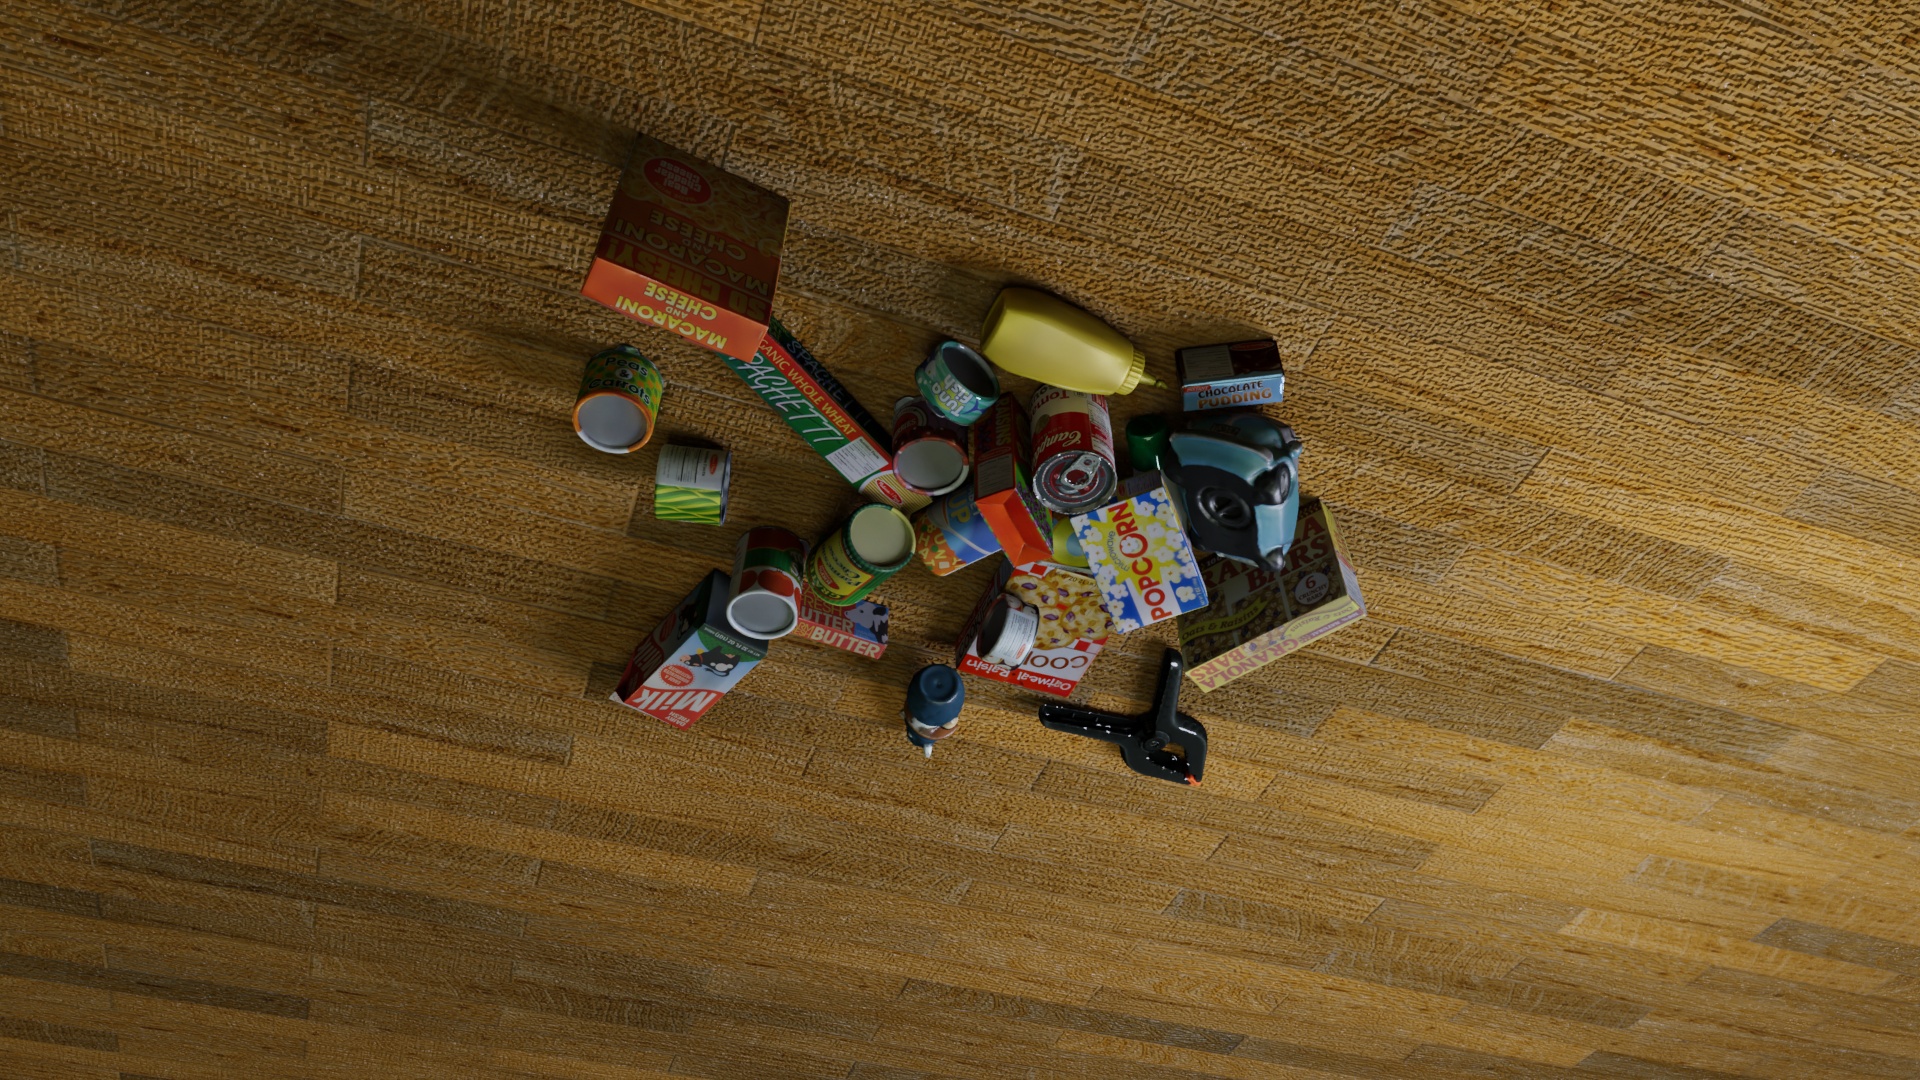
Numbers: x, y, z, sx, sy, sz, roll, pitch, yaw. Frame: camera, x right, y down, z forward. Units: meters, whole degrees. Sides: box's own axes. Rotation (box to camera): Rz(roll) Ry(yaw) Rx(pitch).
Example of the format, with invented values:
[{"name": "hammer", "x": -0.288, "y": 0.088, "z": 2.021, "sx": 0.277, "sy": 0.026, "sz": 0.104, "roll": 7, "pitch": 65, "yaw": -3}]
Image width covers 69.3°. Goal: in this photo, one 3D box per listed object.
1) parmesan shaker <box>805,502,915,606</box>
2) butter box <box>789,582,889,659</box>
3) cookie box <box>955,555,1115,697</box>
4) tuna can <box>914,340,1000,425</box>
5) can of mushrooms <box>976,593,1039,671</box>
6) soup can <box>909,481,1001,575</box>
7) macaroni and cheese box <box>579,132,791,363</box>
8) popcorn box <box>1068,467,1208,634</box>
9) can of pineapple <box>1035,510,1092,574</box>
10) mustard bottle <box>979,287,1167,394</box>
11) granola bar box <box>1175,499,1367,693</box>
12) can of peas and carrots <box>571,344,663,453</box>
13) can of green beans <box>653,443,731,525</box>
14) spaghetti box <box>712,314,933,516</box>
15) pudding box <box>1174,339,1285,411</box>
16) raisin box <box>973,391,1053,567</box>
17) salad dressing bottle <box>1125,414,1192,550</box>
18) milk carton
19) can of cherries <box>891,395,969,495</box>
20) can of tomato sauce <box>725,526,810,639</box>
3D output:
[{"name": "parmesan shaker", "x": -0.092, "y": 0.010, "z": 1.240, "sx": 0.071, "sy": 0.071, "sz": 0.102, "roll": 21, "pitch": 153, "yaw": -19}, {"name": "butter box", "x": -0.121, "y": 0.075, "z": 1.332, "sx": 0.103, "sy": 0.053, "sz": 0.024, "roll": 18, "pitch": 129, "yaw": -17}, {"name": "cookie box", "x": 0.081, "y": 0.076, "z": 1.344, "sx": 0.123, "sy": 0.040, "sz": 0.166, "roll": 16, "pitch": 131, "yaw": -15}, {"name": "tuna can", "x": -0.003, "y": -0.128, "z": 1.130, "sx": 0.071, "sy": 0.071, "sz": 0.032, "roll": 30, "pitch": 125, "yaw": -25}, {"name": "can of mushrooms", "x": 0.042, "y": 0.084, "z": 1.280, "sx": 0.033, "sy": 0.071, "sz": 0.070, "roll": 22, "pitch": 130, "yaw": -17}, {"name": "soup can", "x": 0.004, "y": -0.016, "z": 1.240, "sx": 0.083, "sy": 0.072, "sz": 0.071, "roll": -26, "pitch": 128, "yaw": 22}, {"name": "macaroni and cheese box", "x": -0.190, "y": -0.208, "z": 0.985, "sx": 0.124, "sy": 0.167, "sz": 0.040, "roll": 21, "pitch": 130, "yaw": -19}, {"name": "popcorn box", "x": 0.153, "y": 0.011, "z": 1.198, "sx": 0.085, "sy": 0.038, "sz": 0.126, "roll": -19, "pitch": 115, "yaw": 13}, {"name": "can of pineapple", "x": 0.102, "y": -0.007, "z": 1.249, "sx": 0.058, "sy": 0.071, "sz": 0.070, "roll": 10, "pitch": 132, "yaw": -10}, {"name": "mustard bottle", "x": 0.096, "y": -0.151, "z": 1.124, "sx": 0.160, "sy": 0.049, "sz": 0.065, "roll": 19, "pitch": 131, "yaw": -18}, {"name": "granola bar box", "x": 0.274, "y": 0.050, "z": 1.263, "sx": 0.165, "sy": 0.125, "sz": 0.039, "roll": -30, "pitch": 126, "yaw": 25}, {"name": "can of peas and carrots", "x": -0.282, "y": -0.116, "z": 1.146, "sx": 0.071, "sy": 0.059, "sz": 0.070, "roll": -1, "pitch": 134, "yaw": -1}, {"name": "can of green beans", "x": -0.232, "y": -0.048, "z": 1.206, "sx": 0.058, "sy": 0.071, "sz": 0.070, "roll": 6, "pitch": 133, "yaw": -5}, {"name": "spaghetti box", "x": -0.114, "y": -0.106, "z": 1.178, "sx": 0.050, "sy": 0.029, "sz": 0.249, "roll": -28, "pitch": 128, "yaw": 23}, {"name": "pudding box", "x": 0.221, "y": -0.135, "z": 1.139, "sx": 0.084, "sy": 0.050, "sz": 0.030, "roll": -6, "pitch": 135, "yaw": 5}, {"name": "raisin box", "x": 0.044, "y": -0.052, "z": 1.165, "sx": 0.040, "sy": 0.124, "sz": 0.085, "roll": -19, "pitch": 131, "yaw": 17}, {"name": "salad dressing bottle", "x": 0.174, "y": -0.040, "z": 1.225, "sx": 0.044, "sy": 0.064, "sz": 0.147, "roll": -20, "pitch": 124, "yaw": -8}, {"name": "milk carton", "x": -0.267, "y": 0.119, "z": 1.358, "sx": 0.072, "sy": 0.074, "sz": 0.189, "roll": 30, "pitch": 127, "yaw": -26}, {"name": "can of cherries", "x": -0.028, "y": -0.082, "z": 1.181, "sx": 0.071, "sy": 0.059, "sz": 0.071, "roll": -1, "pitch": 134, "yaw": 0}, {"name": "can of tomato sauce", "x": -0.176, "y": 0.039, "z": 1.277, "sx": 0.071, "sy": 0.083, "sz": 0.070, "roll": 0, "pitch": 133, "yaw": 0}]
